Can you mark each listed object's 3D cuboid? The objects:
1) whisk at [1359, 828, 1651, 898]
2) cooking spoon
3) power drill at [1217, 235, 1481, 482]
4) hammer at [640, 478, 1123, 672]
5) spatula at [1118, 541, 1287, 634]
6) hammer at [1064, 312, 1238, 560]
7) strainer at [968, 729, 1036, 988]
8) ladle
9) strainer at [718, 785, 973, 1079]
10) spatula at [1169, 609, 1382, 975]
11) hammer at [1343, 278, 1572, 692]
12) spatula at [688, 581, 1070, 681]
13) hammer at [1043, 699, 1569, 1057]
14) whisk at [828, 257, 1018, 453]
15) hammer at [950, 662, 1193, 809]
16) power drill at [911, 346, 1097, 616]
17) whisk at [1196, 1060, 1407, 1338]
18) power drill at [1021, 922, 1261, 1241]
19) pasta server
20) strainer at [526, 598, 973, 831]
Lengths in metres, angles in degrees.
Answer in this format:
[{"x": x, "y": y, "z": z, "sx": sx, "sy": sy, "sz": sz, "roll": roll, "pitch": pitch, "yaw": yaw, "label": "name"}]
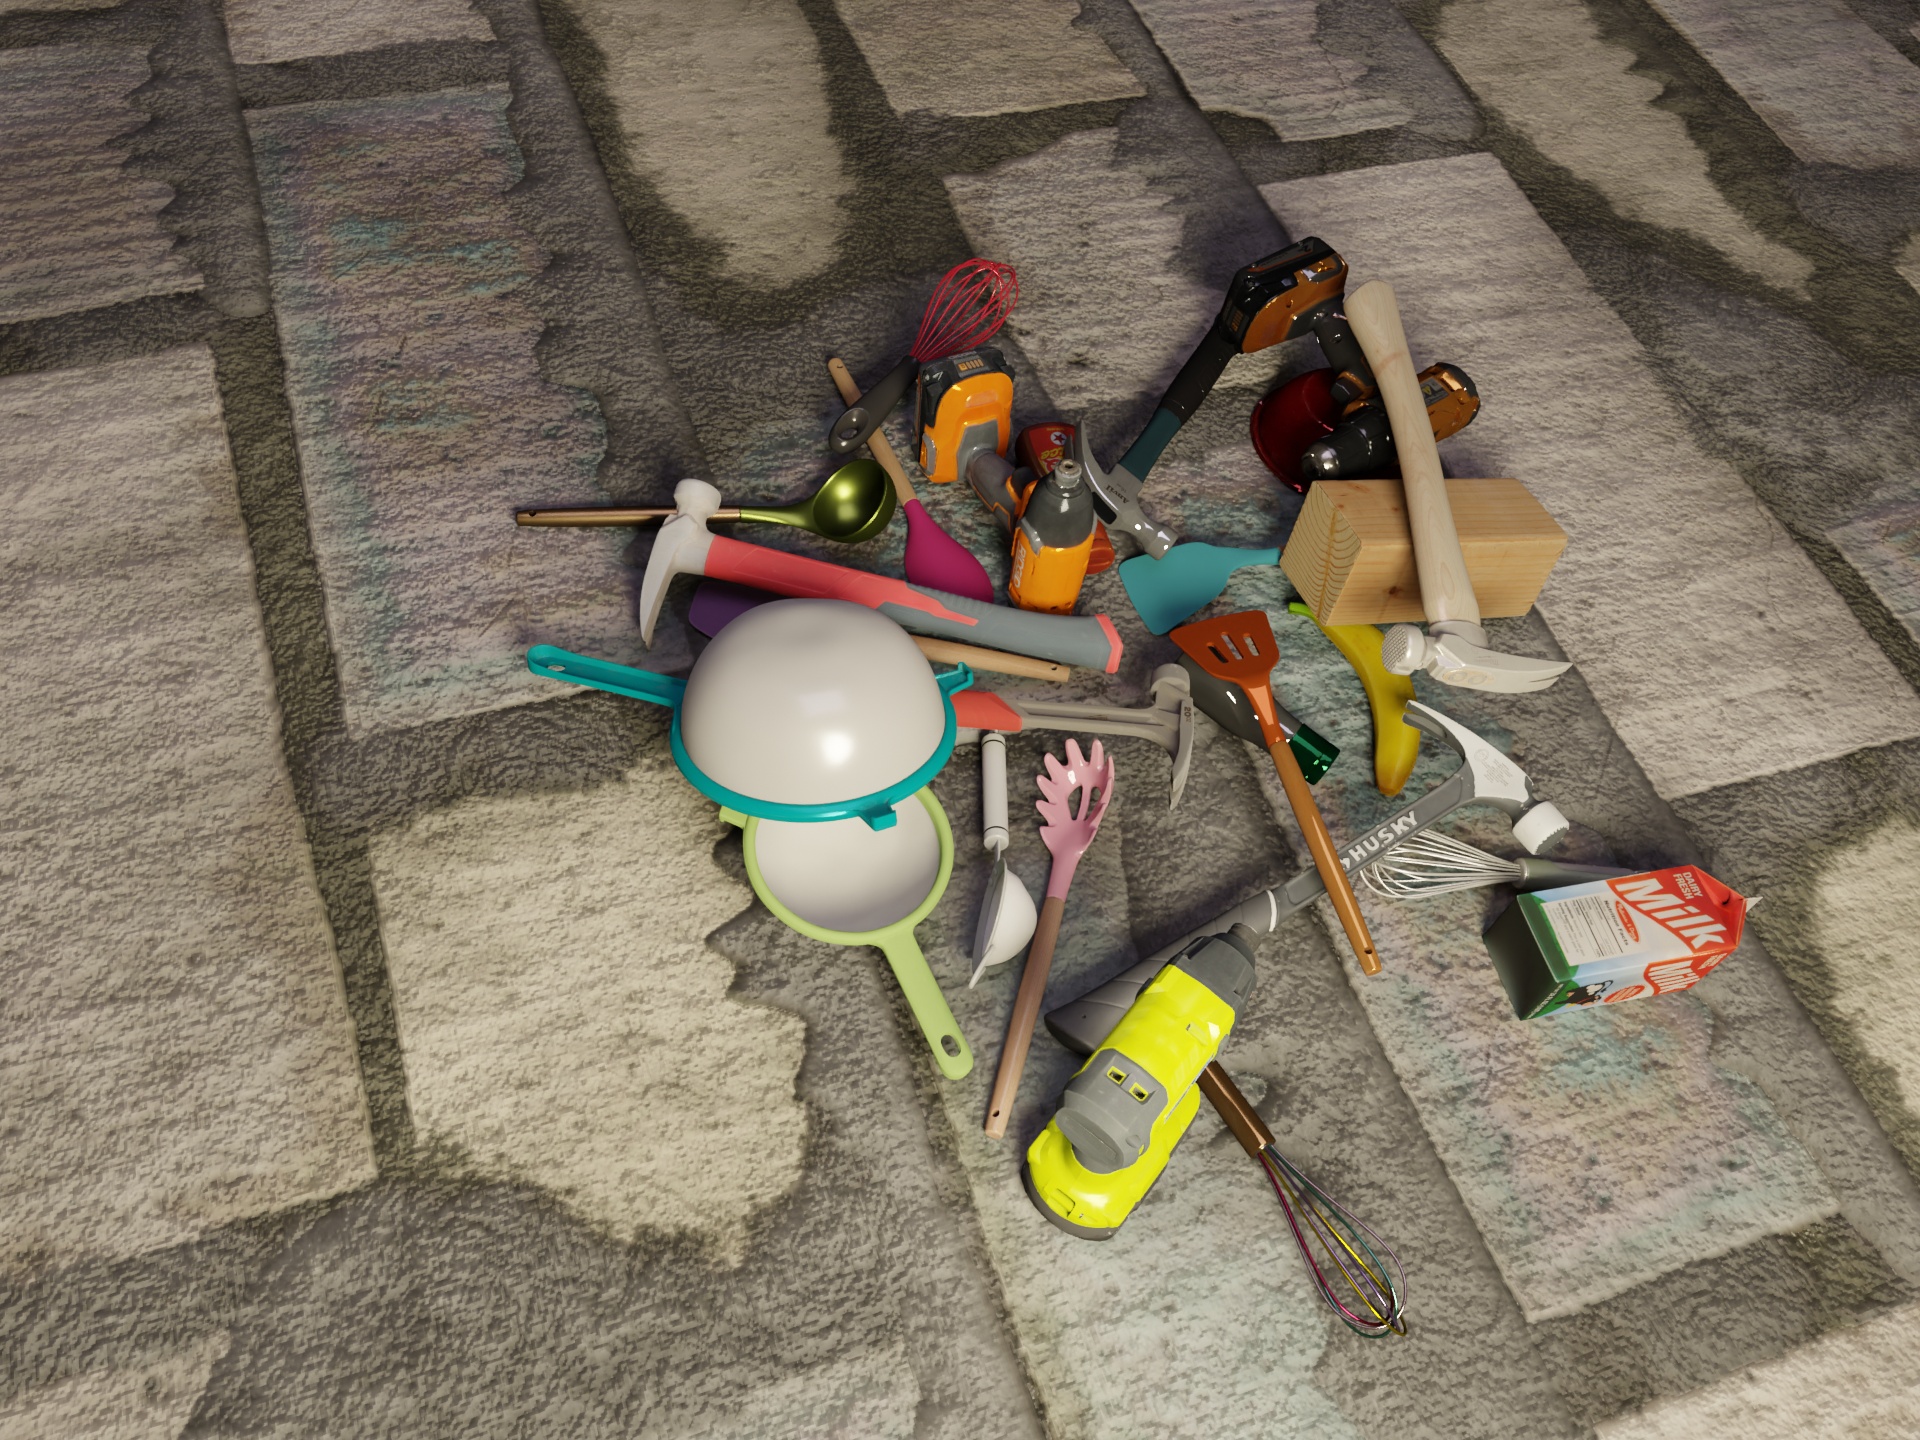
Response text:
[{"x": 0.424, "y": 0.116, "z": 1.230, "sx": 0.246, "sy": 0.058, "sz": 0.059, "roll": 6, "pitch": 97, "yaw": -9, "label": "whisk"}, {"x": -0.054, "y": -0.210, "z": 1.405, "sx": 0.068, "sy": 0.017, "sz": 0.319, "roll": -16, "pitch": 59, "yaw": -21, "label": "cooking spoon"}, {"x": 0.327, "y": -0.314, "z": 1.425, "sx": 0.185, "sy": 0.084, "sz": 0.226, "roll": -30, "pitch": 69, "yaw": -23, "label": "power drill"}, {"x": -0.062, "y": -0.084, "z": 1.282, "sx": 0.386, "sy": 0.038, "sz": 0.143, "roll": 14, "pitch": 73, "yaw": 3, "label": "hammer"}, {"x": 0.297, "y": -0.143, "z": 1.405, "sx": 0.317, "sy": 0.044, "sz": 0.082, "roll": -11, "pitch": 57, "yaw": -20, "label": "spatula"}, {"x": 0.195, "y": -0.281, "z": 1.455, "sx": 0.128, "sy": 0.033, "sz": 0.331, "roll": 37, "pitch": 50, "yaw": -3, "label": "hammer"}, {"x": 0.029, "y": 0.094, "z": 1.183, "sx": 0.050, "sy": 0.086, "sz": 0.259, "roll": 10, "pitch": 44, "yaw": -10, "label": "strainer"}, {"x": -0.214, "y": -0.181, "z": 1.345, "sx": 0.320, "sy": 0.062, "sz": 0.078, "roll": -2, "pitch": 60, "yaw": -6, "label": "ladle"}, {"x": -0.060, "y": 0.145, "z": 1.139, "sx": 0.151, "sy": 0.069, "sz": 0.256, "roll": -21, "pitch": 69, "yaw": -21, "label": "strainer"}, {"x": 0.245, "y": 0.043, "z": 1.186, "sx": 0.081, "sy": 0.041, "sz": 0.323, "roll": -14, "pitch": 61, "yaw": -6, "label": "spatula"}, {"x": 0.383, "y": -0.203, "z": 1.296, "sx": 0.146, "sy": 0.038, "sz": 0.411, "roll": 7, "pitch": 57, "yaw": -15, "label": "hammer"}, {"x": -0.066, "y": -0.065, "z": 1.305, "sx": 0.316, "sy": 0.018, "sz": 0.060, "roll": 10, "pitch": 60, "yaw": 1, "label": "spatula"}, {"x": 0.240, "y": 0.125, "z": 1.167, "sx": 0.409, "sy": 0.036, "sz": 0.149, "roll": -29, "pitch": 60, "yaw": -13, "label": "hammer"}, {"x": -0.034, "y": -0.337, "z": 1.464, "sx": 0.073, "sy": 0.073, "sz": 0.296, "roll": 29, "pitch": 58, "yaw": 12, "label": "whisk"}, {"x": -0.002, "y": -0.004, "z": 1.224, "sx": 0.359, "sy": 0.036, "sz": 0.149, "roll": 5, "pitch": 37, "yaw": 6, "label": "hammer"}, {"x": 0.041, "y": -0.209, "z": 1.332, "sx": 0.084, "sy": 0.164, "sz": 0.227, "roll": -18, "pitch": 58, "yaw": -19, "label": "power drill"}, {"x": 0.219, "y": 0.310, "z": 1.079, "sx": 0.047, "sy": 0.051, "sz": 0.245, "roll": -10, "pitch": 51, "yaw": -39, "label": "whisk"}, {"x": 0.116, "y": 0.229, "z": 1.003, "sx": 0.080, "sy": 0.223, "sz": 0.171, "roll": 36, "pitch": 59, "yaw": 16, "label": "power drill"}, {"x": 0.061, "y": 0.152, "z": 1.163, "sx": 0.060, "sy": 0.040, "sz": 0.316, "roll": 1, "pitch": 53, "yaw": 24, "label": "pasta server"}, {"x": -0.168, "y": -0.041, "z": 1.162, "sx": 0.340, "sy": 0.095, "sz": 0.211, "roll": 13, "pitch": 39, "yaw": 13, "label": "strainer"}]
